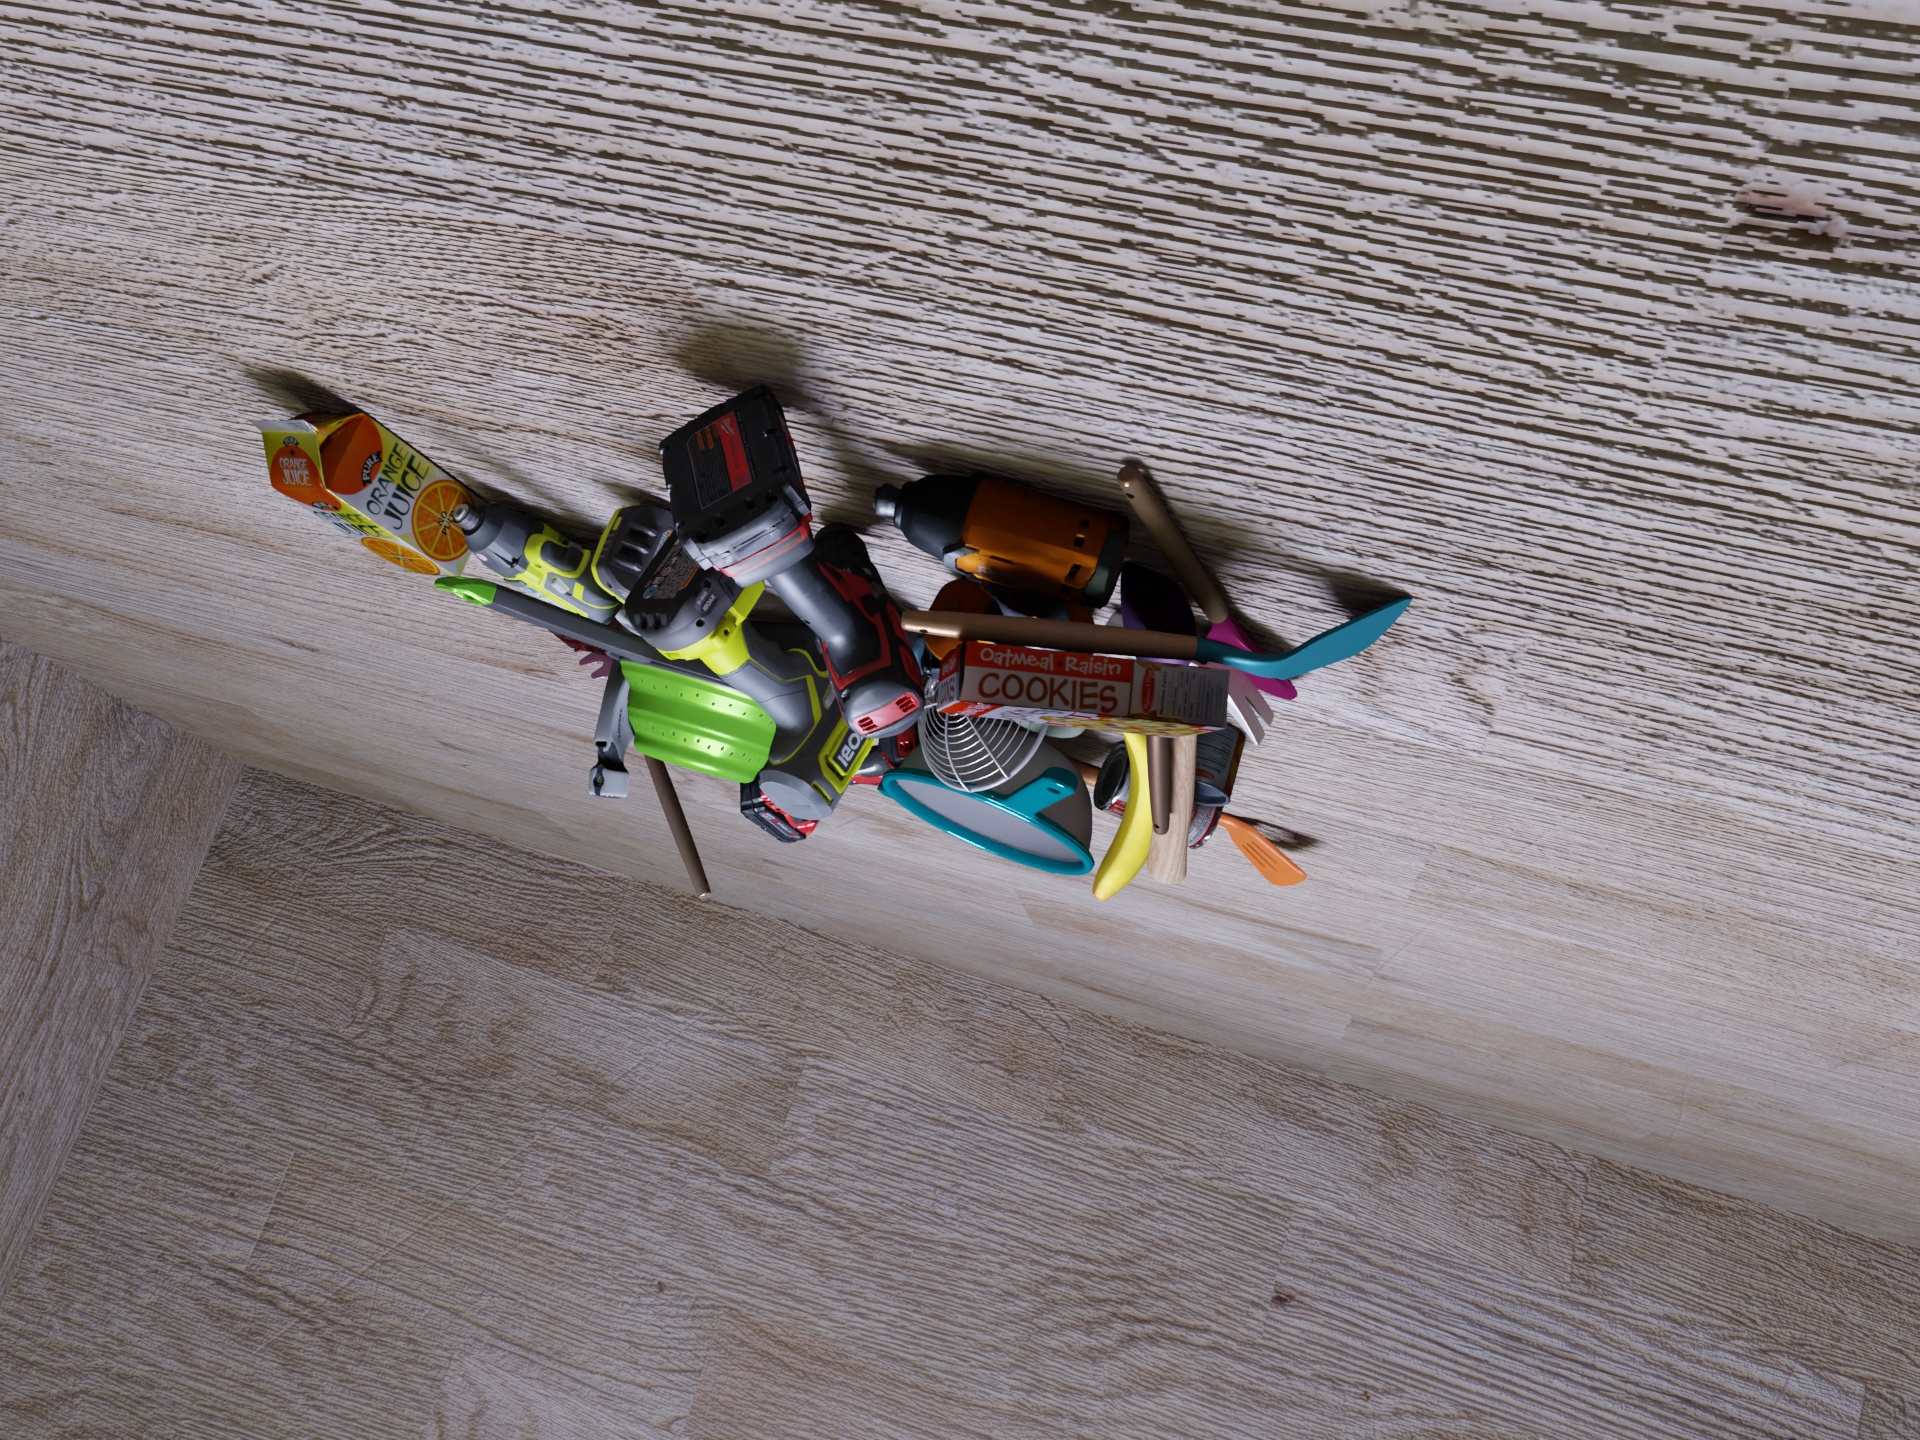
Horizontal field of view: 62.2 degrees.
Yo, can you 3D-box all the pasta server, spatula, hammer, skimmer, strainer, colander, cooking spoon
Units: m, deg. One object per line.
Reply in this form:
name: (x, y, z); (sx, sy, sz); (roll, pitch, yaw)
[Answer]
pasta server: (-0.316, 0.042, 1.605); (0.040, 0.316, 0.060); (-32, 157, 16)
spatula: (0.188, 0.087, 1.561); (0.322, 0.041, 0.081); (21, 165, -7)
hammer: (-0.170, -0.077, 1.420); (0.331, 0.033, 0.128); (9, 163, 28)
skimmer: (-0.002, -0.004, 1.356); (0.090, 0.127, 0.363); (20, 176, -7)
strainer: (0.055, 0.047, 1.411); (0.211, 0.095, 0.340); (26, 164, -7)
hammer: (-0.243, 0.020, 1.635); (0.036, 0.149, 0.408); (2, 174, 24)
hammer: (0.173, 0.042, 1.261); (0.130, 0.031, 0.331); (23, 151, 19)
spatula: (0.121, -0.057, 1.001); (0.317, 0.044, 0.082); (5, 159, -6)
colander: (-0.277, -0.023, 1.350); (0.205, 0.094, 0.396); (12, 173, 43)
spatula: (0.146, -0.004, 1.161); (0.060, 0.018, 0.315); (26, 151, 24)
cooking spoon: (0.165, -0.083, 1.060); (0.069, 0.017, 0.318); (23, 169, 34)

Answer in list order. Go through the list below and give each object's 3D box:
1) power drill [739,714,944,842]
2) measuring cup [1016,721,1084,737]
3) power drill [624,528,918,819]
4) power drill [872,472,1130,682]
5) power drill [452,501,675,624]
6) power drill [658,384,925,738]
power drill: (-0.104, 0.057, 1.620); (0.219, 0.079, 0.143); (-13, 154, 17)
measuring cup: (0.057, -0.005, 1.398); (0.083, 0.038, 0.167); (23, 162, -18)
power drill: (-0.129, -0.062, 1.207); (0.080, 0.191, 0.228); (3, 144, 42)
power drill: (0.022, -0.091, 1.084); (0.164, 0.084, 0.226); (17, 160, 6)
power drill: (-0.302, -0.128, 1.317); (0.223, 0.080, 0.171); (9, 163, 39)
power drill: (-0.104, -0.112, 1.050); (0.080, 0.188, 0.226); (-27, 138, 9)
